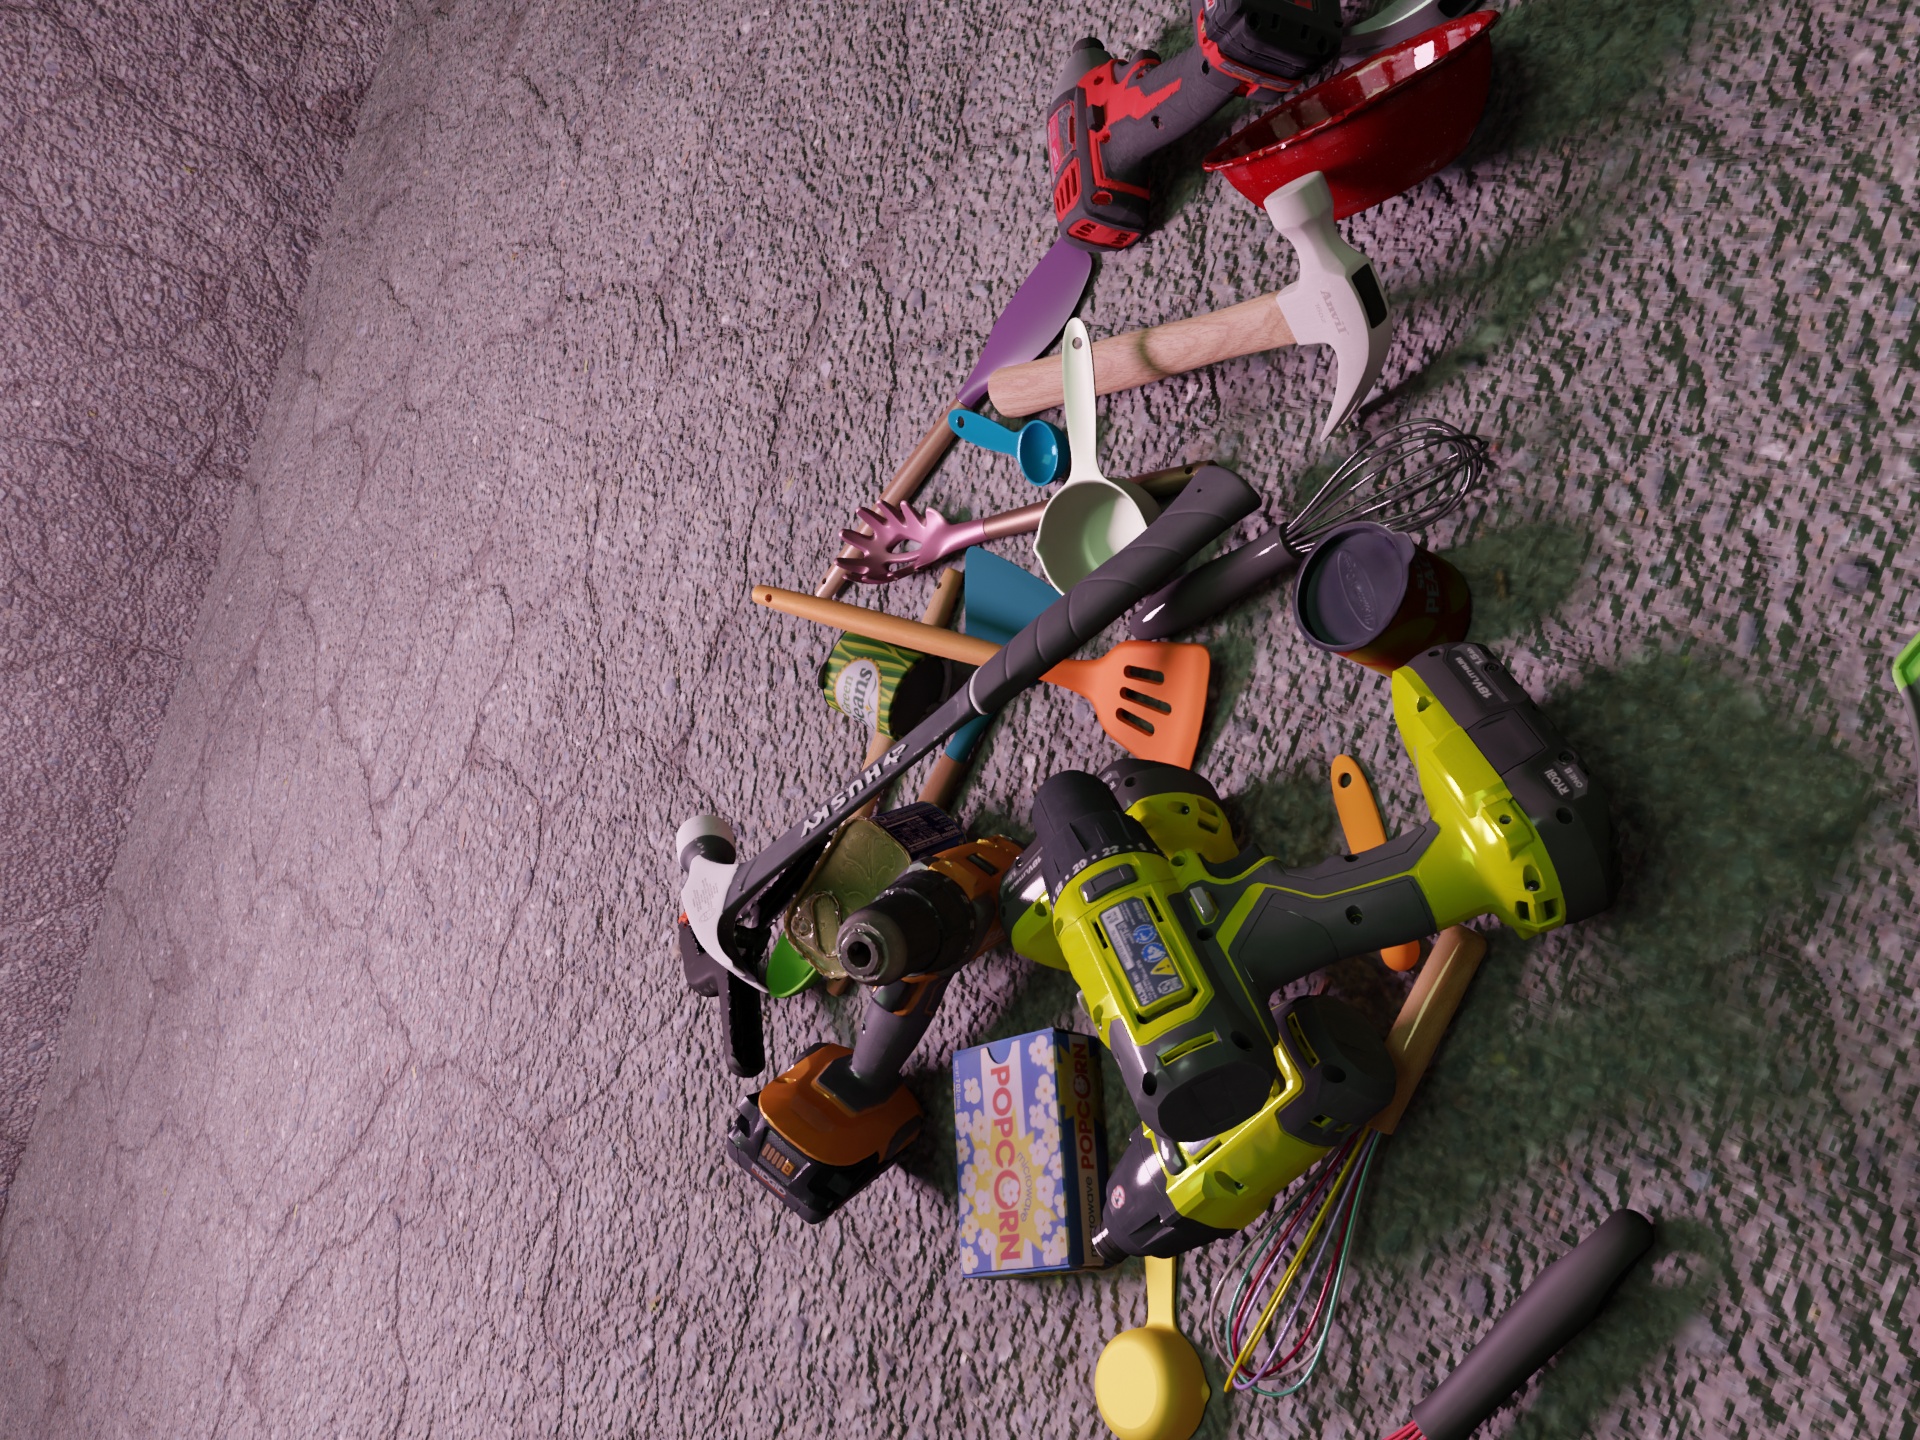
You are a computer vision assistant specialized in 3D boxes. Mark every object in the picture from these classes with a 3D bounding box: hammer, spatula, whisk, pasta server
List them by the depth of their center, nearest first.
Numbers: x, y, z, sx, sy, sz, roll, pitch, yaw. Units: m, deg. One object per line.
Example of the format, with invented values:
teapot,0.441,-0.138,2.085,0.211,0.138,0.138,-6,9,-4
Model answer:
whisk,0.188,0.314,0.674,0.296,0.073,0.073,-53,43,14
whisk,0.180,0.206,0.733,0.051,0.047,0.245,32,98,51
whisk,0.175,-0.092,0.843,0.239,0.055,0.055,-30,56,45
hammer,-0.001,-0.003,0.896,0.409,0.036,0.149,-39,35,12
hammer,0.117,-0.211,0.922,0.031,0.130,0.331,-40,20,-24
hammer,0.207,-0.492,0.957,0.128,0.033,0.331,-53,43,21
spatula,0.003,-0.042,0.962,0.323,0.041,0.081,16,104,26
spatula,-0.021,0.045,1.020,0.082,0.044,0.317,32,105,21
pasta server,0.033,-0.132,1.025,0.316,0.040,0.060,-7,67,47
spatula,-0.011,-0.202,1.116,0.316,0.018,0.060,-50,48,24

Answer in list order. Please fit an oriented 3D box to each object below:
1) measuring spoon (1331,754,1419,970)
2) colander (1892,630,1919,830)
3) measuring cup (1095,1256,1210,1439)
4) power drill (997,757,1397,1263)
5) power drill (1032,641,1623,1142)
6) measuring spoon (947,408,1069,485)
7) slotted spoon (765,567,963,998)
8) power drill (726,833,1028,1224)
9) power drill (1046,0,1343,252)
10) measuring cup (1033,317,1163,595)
measuring spoon,0.200,0.067,0.781,0.021,0.011,0.117,-35,53,37
colander,0.430,0.068,0.450,0.204,0.094,0.398,-50,45,25
measuring cup,0.094,0.287,0.811,0.062,0.029,0.157,-16,67,45
power drill,0.101,0.143,0.793,0.171,0.080,0.223,-48,38,24
power drill,0.148,0.059,0.705,0.228,0.080,0.191,-26,44,3
measuring spoon,0.034,-0.188,1.055,0.129,0.021,0.042,34,126,49
slotted spoon,-0.060,0.044,1.079,0.070,0.031,0.314,26,95,61
power drill,-0.049,0.174,0.903,0.084,0.185,0.226,35,108,17
power drill,0.125,-0.396,0.957,0.219,0.078,0.143,-30,59,57
measuring cup,0.083,-0.150,0.933,0.083,0.038,0.167,-1,98,37
